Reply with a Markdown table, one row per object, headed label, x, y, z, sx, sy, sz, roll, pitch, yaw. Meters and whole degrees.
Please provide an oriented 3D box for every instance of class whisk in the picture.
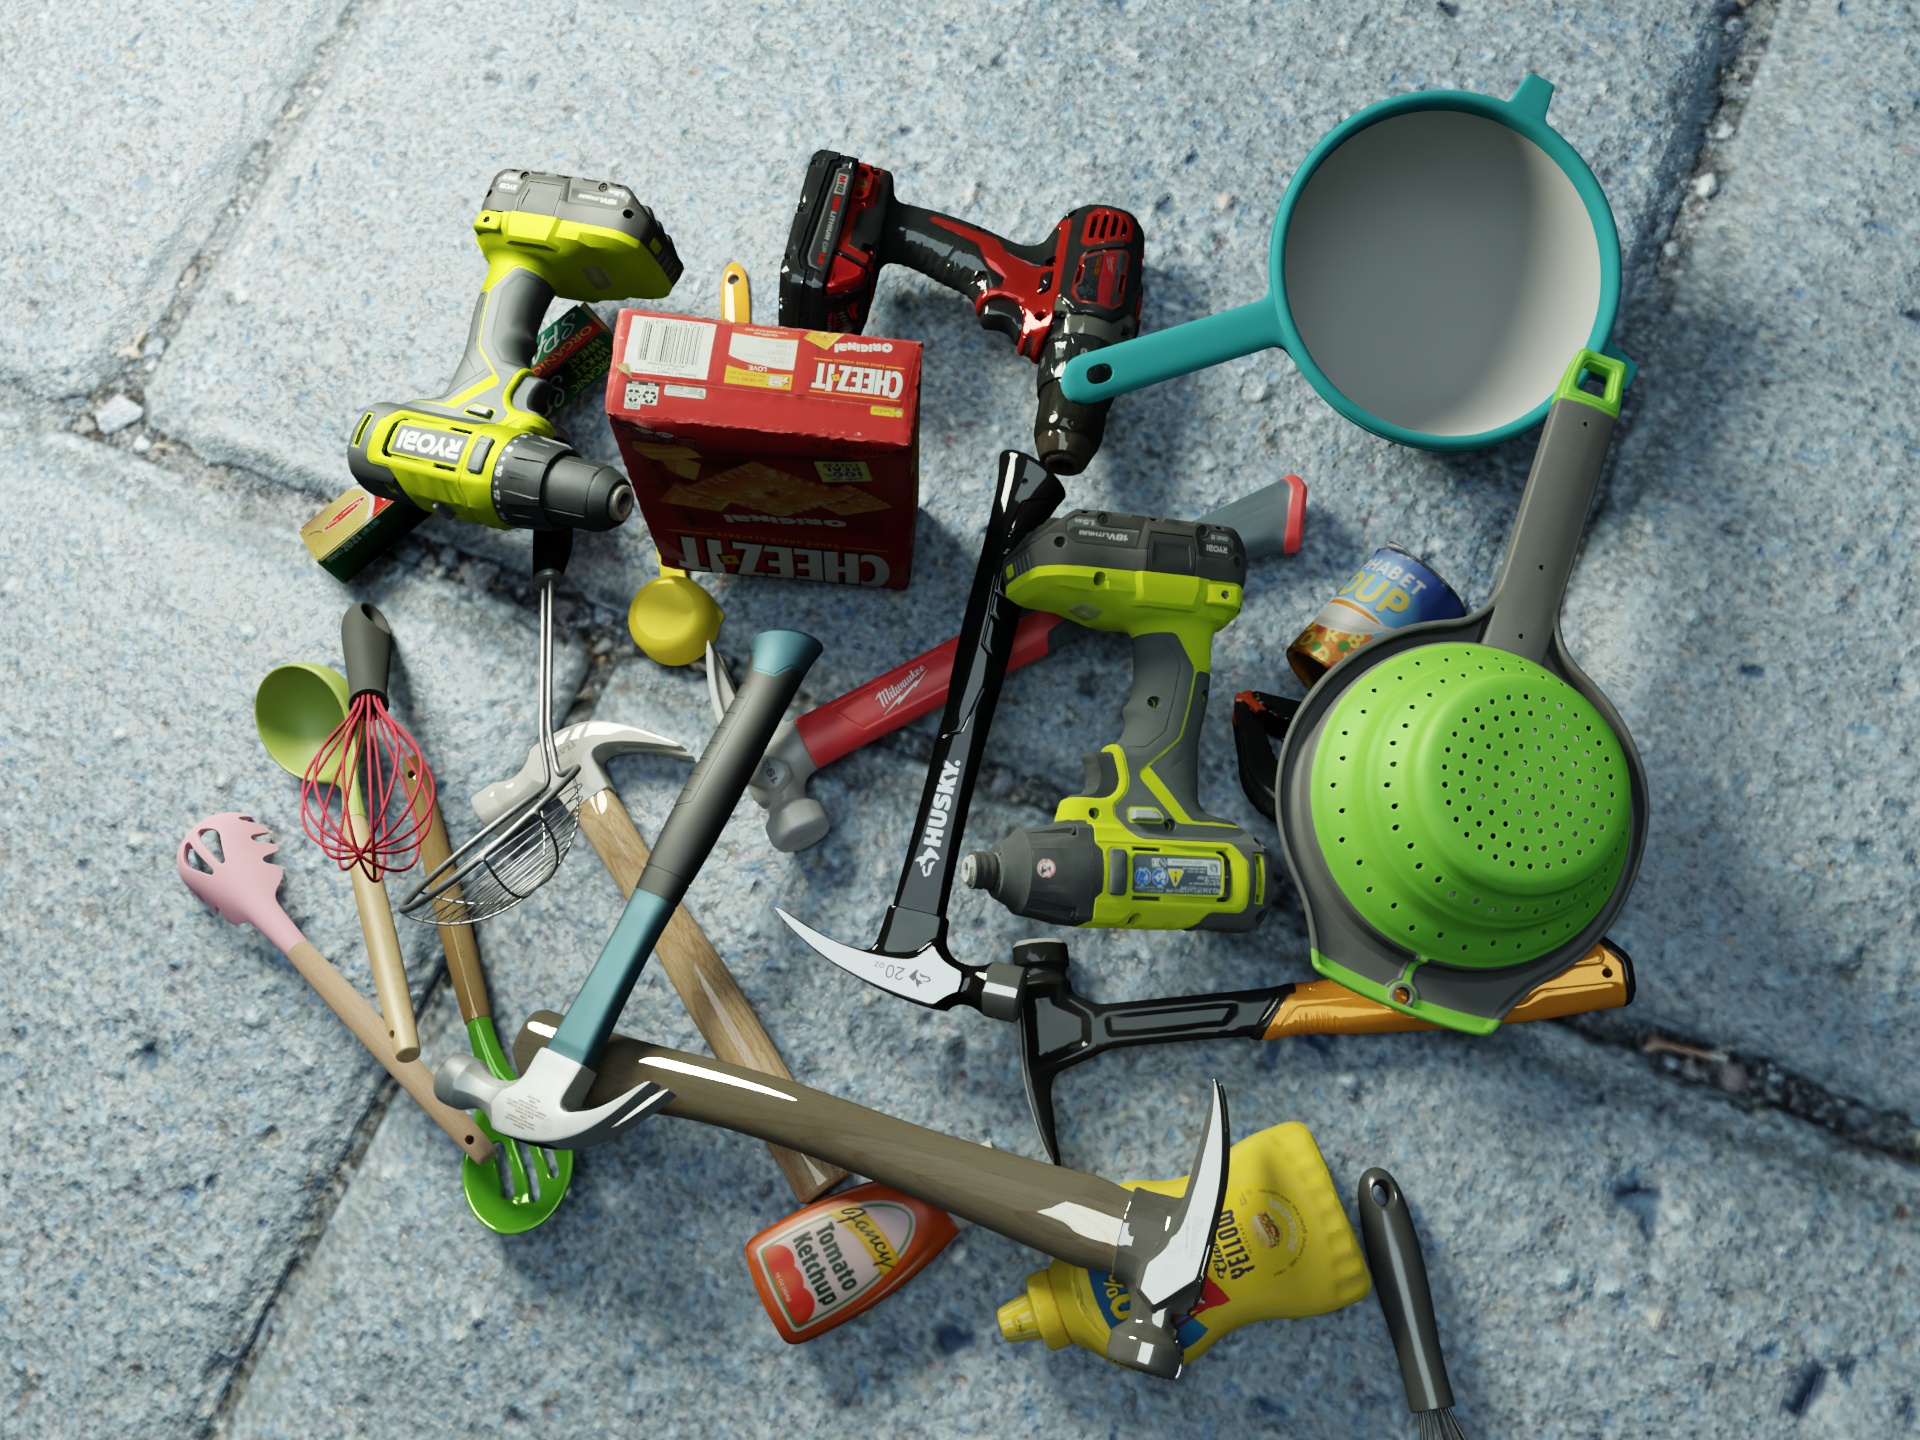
| label | x | y | z | sx | sy | sz | roll | pitch | yaw |
| --- | --- | --- | --- | --- | --- | --- | --- | --- | --- |
| whisk | -0.354 | 0.000 | 0.951 | 0.073 | 0.073 | 0.296 | -31 | 36 | -1 |
| whisk | 0.244 | 0.349 | 0.812 | 0.055 | 0.055 | 0.239 | -13 | 66 | 5 |

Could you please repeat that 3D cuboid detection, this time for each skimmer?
| label | x | y | z | sx | sy | sz | roll | pitch | yaw |
| --- | --- | --- | --- | --- | --- | --- | --- | --- | --- |
| skimmer | -0.280 | -0.045 | 0.977 | 0.127 | 0.090 | 0.364 | -30 | 54 | 36 |

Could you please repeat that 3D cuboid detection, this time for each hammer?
| label | x | y | z | sx | sy | sz | roll | pitch | yaw |
| --- | --- | --- | --- | --- | --- | --- | --- | --- | --- |
| hammer | 0.200 | 0.167 | 0.883 | 0.337 | 0.034 | 0.127 | -8 | 71 | 7 |
| hammer | 0.032 | -0.066 | 0.984 | 0.386 | 0.038 | 0.143 | -27 | 69 | 0 |
| hammer | -0.170 | 0.089 | 0.917 | 0.128 | 0.033 | 0.331 | 18 | 71 | 24 |
| hammer | -0.061 | 0.216 | 0.864 | 0.411 | 0.038 | 0.146 | 12 | 73 | 20 |
| hammer | -0.001 | -0.003 | 0.929 | 0.146 | 0.035 | 0.335 | 11 | 76 | 10 |
| hammer | -0.163 | 0.137 | 0.954 | 0.130 | 0.031 | 0.331 | -35 | 71 | -2 |

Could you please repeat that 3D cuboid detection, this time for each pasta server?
| label | x | y | z | sx | sy | sz | roll | pitch | yaw |
| --- | --- | --- | --- | --- | --- | --- | --- | --- | --- |
| pasta server | -0.384 | 0.159 | 0.973 | 0.316 | 0.040 | 0.060 | 39 | 82 | 20 |

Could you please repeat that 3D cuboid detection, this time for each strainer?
| label | x | y | z | sx | sy | sz | roll | pitch | yaw |
| --- | --- | --- | --- | --- | --- | --- | --- | --- | --- |
| strainer | 0.219 | -0.243 | 0.962 | 0.340 | 0.095 | 0.211 | -17 | 91 | -3 |

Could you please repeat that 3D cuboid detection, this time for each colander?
| label | x | y | z | sx | sy | sz | roll | pitch | yaw |
| --- | --- | --- | --- | --- | --- | --- | --- | --- | --- |
| colander | 0.303 | -0.036 | 0.842 | 0.204 | 0.094 | 0.397 | 21 | 78 | 0 |

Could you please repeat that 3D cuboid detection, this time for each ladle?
| label | x | y | z | sx | sy | sz | roll | pitch | yaw |
| --- | --- | --- | --- | --- | --- | --- | --- | --- | --- |
| ladle | -0.365 | 0.077 | 0.938 | 0.078 | 0.062 | 0.321 | -58 | 42 | 24 |

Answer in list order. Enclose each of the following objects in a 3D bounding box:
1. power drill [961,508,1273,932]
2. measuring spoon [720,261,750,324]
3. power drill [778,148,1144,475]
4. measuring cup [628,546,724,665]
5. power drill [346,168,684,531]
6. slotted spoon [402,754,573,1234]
| label | x | y | z | sx | sy | sz | roll | pitch | yaw |
| --- | --- | --- | --- | --- | --- | --- | --- | --- | --- |
| power drill | 0.086 | 0.003 | 0.883 | 0.171 | 0.080 | 0.223 | 4 | 80 | -18 |
| measuring spoon | -0.155 | -0.266 | 1.092 | 0.021 | 0.011 | 0.117 | -6 | 71 | 7 |
| power drill | 0.001 | -0.257 | 1.009 | 0.226 | 0.080 | 0.188 | 12 | 68 | -2 |
| measuring cup | -0.193 | -0.113 | 1.034 | 0.062 | 0.029 | 0.157 | -10 | 77 | 6 |
| power drill | -0.266 | -0.227 | 1.015 | 0.190 | 0.080 | 0.228 | 14 | 75 | 19 |
| slotted spoon | -0.299 | 0.159 | 0.973 | 0.070 | 0.031 | 0.314 | -23 | 68 | 1 |
